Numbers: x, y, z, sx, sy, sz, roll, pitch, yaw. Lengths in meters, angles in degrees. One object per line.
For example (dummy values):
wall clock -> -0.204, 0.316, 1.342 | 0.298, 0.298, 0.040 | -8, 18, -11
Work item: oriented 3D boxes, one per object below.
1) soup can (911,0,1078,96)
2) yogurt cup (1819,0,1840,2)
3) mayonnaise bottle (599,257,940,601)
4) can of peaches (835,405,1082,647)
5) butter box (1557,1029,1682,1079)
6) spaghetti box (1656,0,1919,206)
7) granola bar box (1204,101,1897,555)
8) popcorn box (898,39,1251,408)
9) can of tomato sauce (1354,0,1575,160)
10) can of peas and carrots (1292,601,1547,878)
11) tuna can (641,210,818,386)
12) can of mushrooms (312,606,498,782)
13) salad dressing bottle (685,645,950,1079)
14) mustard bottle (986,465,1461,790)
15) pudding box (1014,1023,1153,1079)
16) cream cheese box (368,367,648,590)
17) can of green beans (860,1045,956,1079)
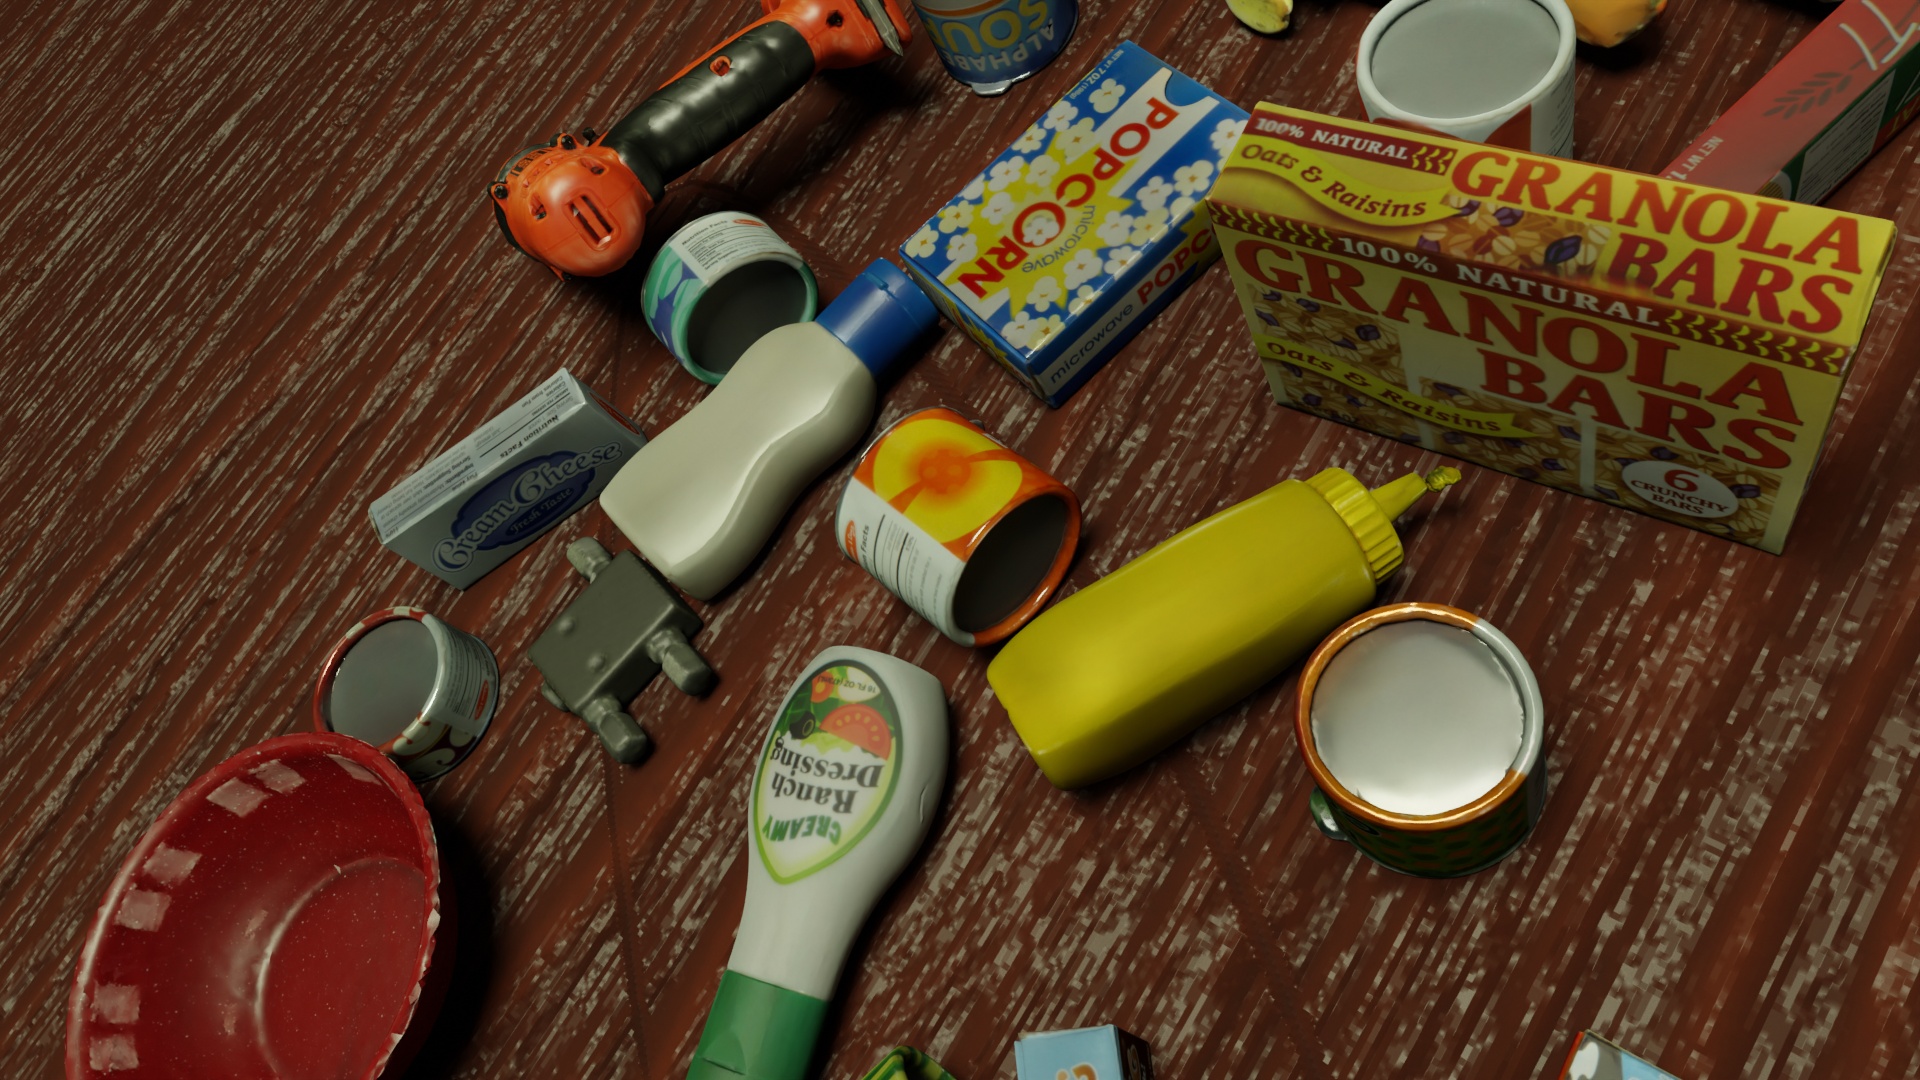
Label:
soup can -> 0.007, -0.244, 0.590 | 0.071, 0.083, 0.071 | -9, 63, 19
yogurt cup -> 0.286, -0.224, 0.475 | 0.054, 0.072, 0.072 | 33, 81, 40
mayonnaise bottle -> -0.071, -0.048, 0.550 | 0.148, 0.041, 0.065 | -46, 58, -5
can of peaches -> 0.002, -0.006, 0.483 | 0.058, 0.071, 0.071 | 37, 83, 33
butter box -> 0.192, 0.170, 0.338 | 0.103, 0.024, 0.053 | 23, 75, 30
spaghetti box -> 0.301, -0.160, 0.443 | 0.250, 0.050, 0.029 | -43, 58, -2
granola bar box -> 0.165, -0.062, 0.407 | 0.166, 0.124, 0.039 | 22, 77, 30
popcorn box -> 0.050, -0.123, 0.538 | 0.127, 0.038, 0.085 | -43, 56, -2
can of tomato sauce -> 0.169, -0.137, 0.468 | 0.071, 0.083, 0.071 | -9, 62, 18
can of peas and carrots -> 0.130, 0.059, 0.400 | 0.071, 0.058, 0.071 | -10, 61, 18
tuna can -> -0.094, -0.096, 0.570 | 0.071, 0.071, 0.033 | -43, 58, -1
can of mushrooms -> -0.227, 0.063, 0.563 | 0.071, 0.033, 0.071 | -9, 63, 18
salad dressing bottle -> -0.047, 0.110, 0.457 | 0.064, 0.044, 0.148 | 7, 68, 27
mustard bottle -> 0.087, 0.019, 0.438 | 0.160, 0.065, 0.049 | -32, 62, -1
pudding box -> 0.039, 0.180, 0.383 | 0.030, 0.049, 0.084 | -14, 61, 15
cream cheese box -> -0.186, -0.025, 0.578 | 0.104, 0.053, 0.024 | -34, 59, 4
can of green beans -> -0.018, 0.188, 0.392 | 0.058, 0.071, 0.071 | -42, 57, -1
